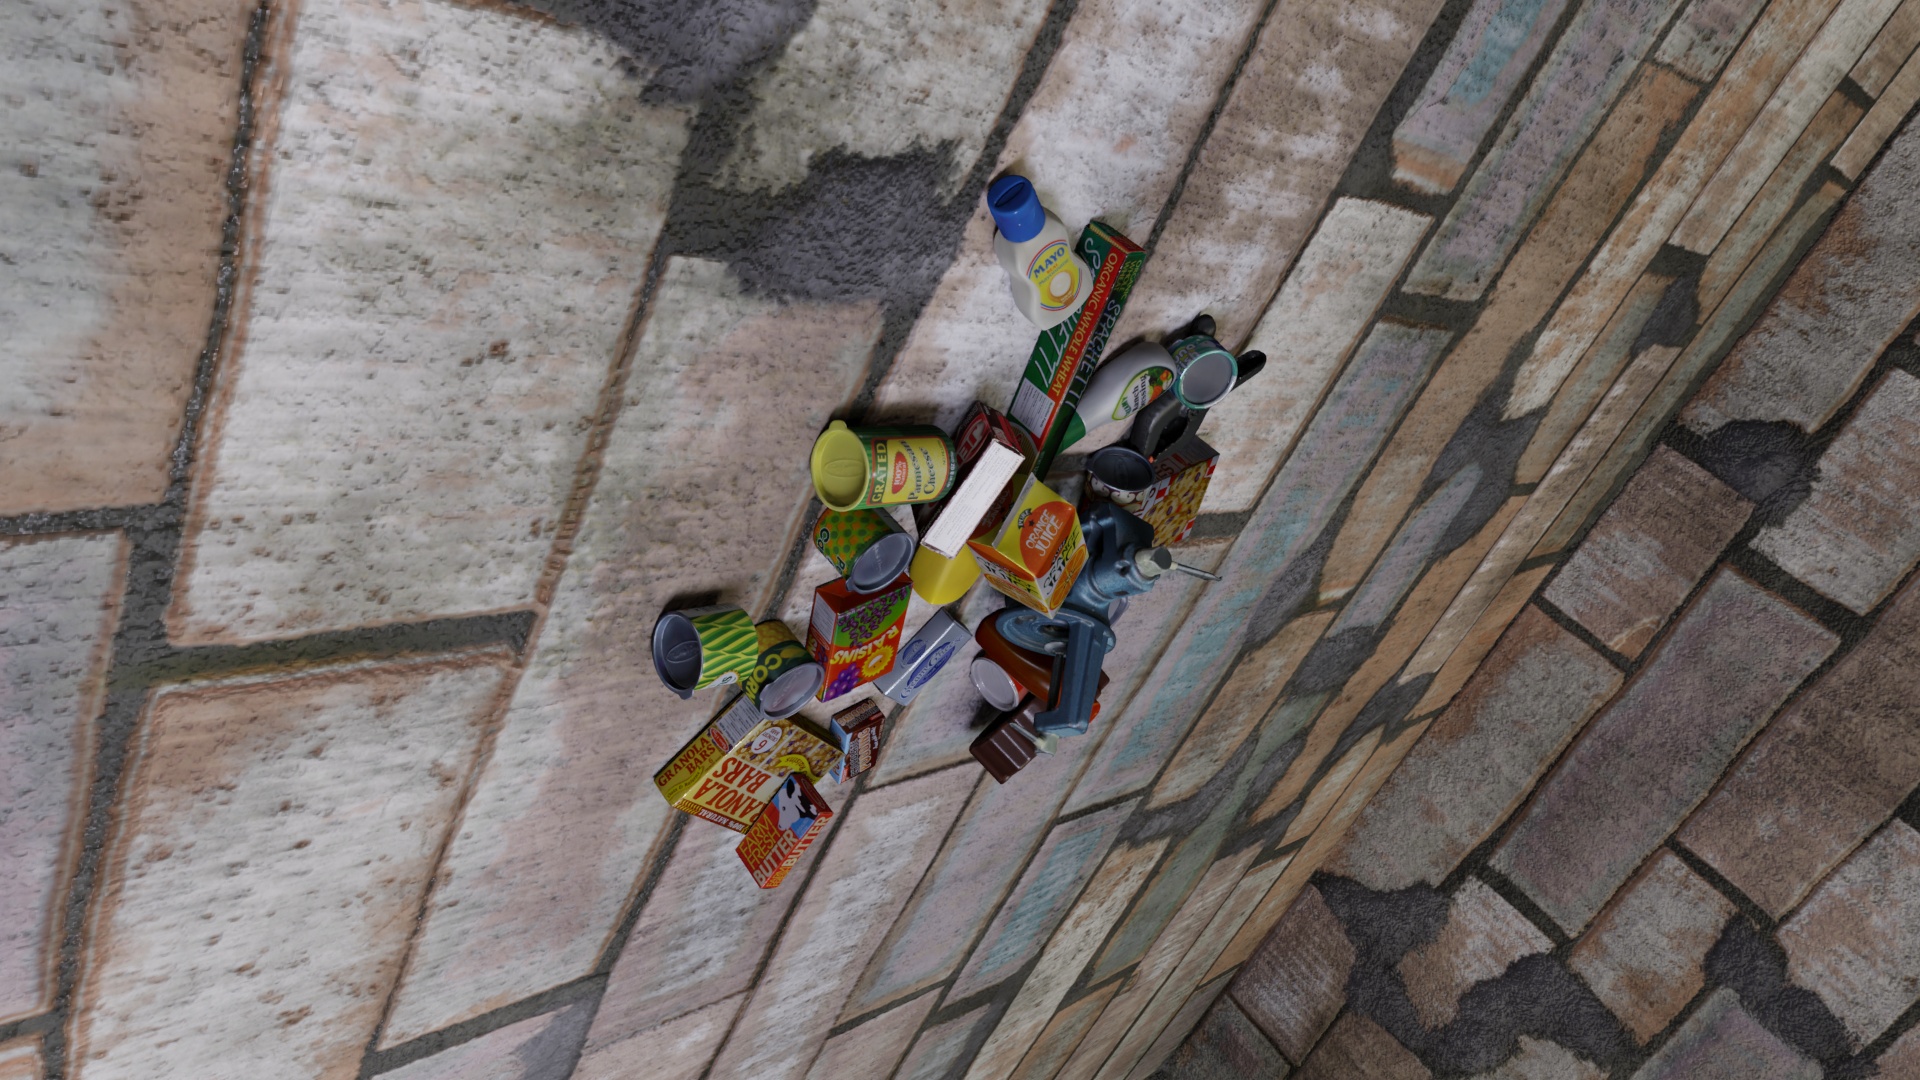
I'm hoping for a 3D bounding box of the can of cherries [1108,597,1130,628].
[{"bbox_3d":[0.142,0.064,1.521,0.072,0.058,0.071,-31,146,-24],"label":"can of cherries"}]

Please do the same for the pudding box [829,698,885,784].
[{"bbox_3d":[-0.108,0.204,1.411,0.050,0.030,0.083,-22,143,-33],"label":"pudding box"}]

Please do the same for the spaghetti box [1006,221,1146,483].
[{"bbox_3d":[0.088,-0.153,1.196,0.029,0.050,0.248,-15,138,-44],"label":"spaghetti box"}]

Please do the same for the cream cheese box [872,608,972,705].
[{"bbox_3d":[-0.037,0.119,1.400,0.104,0.024,0.053,-46,150,1],"label":"cream cheese box"}]

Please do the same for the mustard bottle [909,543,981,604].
[{"bbox_3d":[0.005,-0.016,1.262,0.065,0.049,0.159,-15,137,-48],"label":"mustard bottle"}]

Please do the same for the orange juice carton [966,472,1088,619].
[{"bbox_3d":[0.058,0.001,1.223,0.072,0.073,0.192,-59,163,-10],"label":"orange juice carton"}]

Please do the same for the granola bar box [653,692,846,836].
[{"bbox_3d":[-0.194,0.211,1.304,0.124,0.039,0.165,-44,150,-1],"label":"granola bar box"}]

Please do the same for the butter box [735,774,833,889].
[{"bbox_3d":[-0.168,0.277,1.323,0.103,0.053,0.024,-53,147,15],"label":"butter box"}]

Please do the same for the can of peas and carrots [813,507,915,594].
[{"bbox_3d":[-0.083,0.003,1.167,0.071,0.059,0.070,-30,147,-22],"label":"can of peas and carrots"}]

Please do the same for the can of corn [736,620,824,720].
[{"bbox_3d":[-0.163,0.112,1.202,0.071,0.058,0.070,-31,147,-23],"label":"can of corn"}]

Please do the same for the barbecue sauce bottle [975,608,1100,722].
[{"bbox_3d":[0.083,0.133,1.442,0.065,0.149,0.043,-13,137,-43],"label":"barbecue sauce bottle"}]

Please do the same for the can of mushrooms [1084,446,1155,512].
[{"bbox_3d":[0.155,-0.060,1.380,0.071,0.071,0.033,-25,145,-31],"label":"can of mushrooms"}]

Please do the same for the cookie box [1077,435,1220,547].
[{"bbox_3d":[0.192,-0.033,1.484,0.168,0.040,0.122,-23,144,-35],"label":"cookie box"}]

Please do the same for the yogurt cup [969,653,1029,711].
[{"bbox_3d":[0.053,0.143,1.505,0.054,0.072,0.072,-35,150,-32],"label":"yogurt cup"}]

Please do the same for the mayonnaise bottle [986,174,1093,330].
[{"bbox_3d":[0.058,-0.225,1.079,0.065,0.041,0.147,-41,151,-1],"label":"mayonnaise bottle"}]

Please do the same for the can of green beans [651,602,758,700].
[{"bbox_3d":[-0.204,0.086,1.111,0.058,0.071,0.071,-7,133,-47],"label":"can of green beans"}]

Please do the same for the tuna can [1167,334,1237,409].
[{"bbox_3d":[0.228,-0.162,1.328,0.071,0.033,0.070,-13,129,-16],"label":"tuna can"}]

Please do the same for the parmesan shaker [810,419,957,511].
[{"bbox_3d":[-0.060,-0.062,1.111,0.103,0.071,0.071,-7,133,-47],"label":"parmesan shaker"}]

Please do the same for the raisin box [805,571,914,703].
[{"bbox_3d":[-0.095,0.084,1.271,0.086,0.040,0.122,-23,144,-35],"label":"raisin box"}]

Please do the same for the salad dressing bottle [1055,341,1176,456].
[{"bbox_3d":[0.132,-0.129,1.286,0.148,0.044,0.064,-34,148,-18],"label":"salad dressing bottle"}]
